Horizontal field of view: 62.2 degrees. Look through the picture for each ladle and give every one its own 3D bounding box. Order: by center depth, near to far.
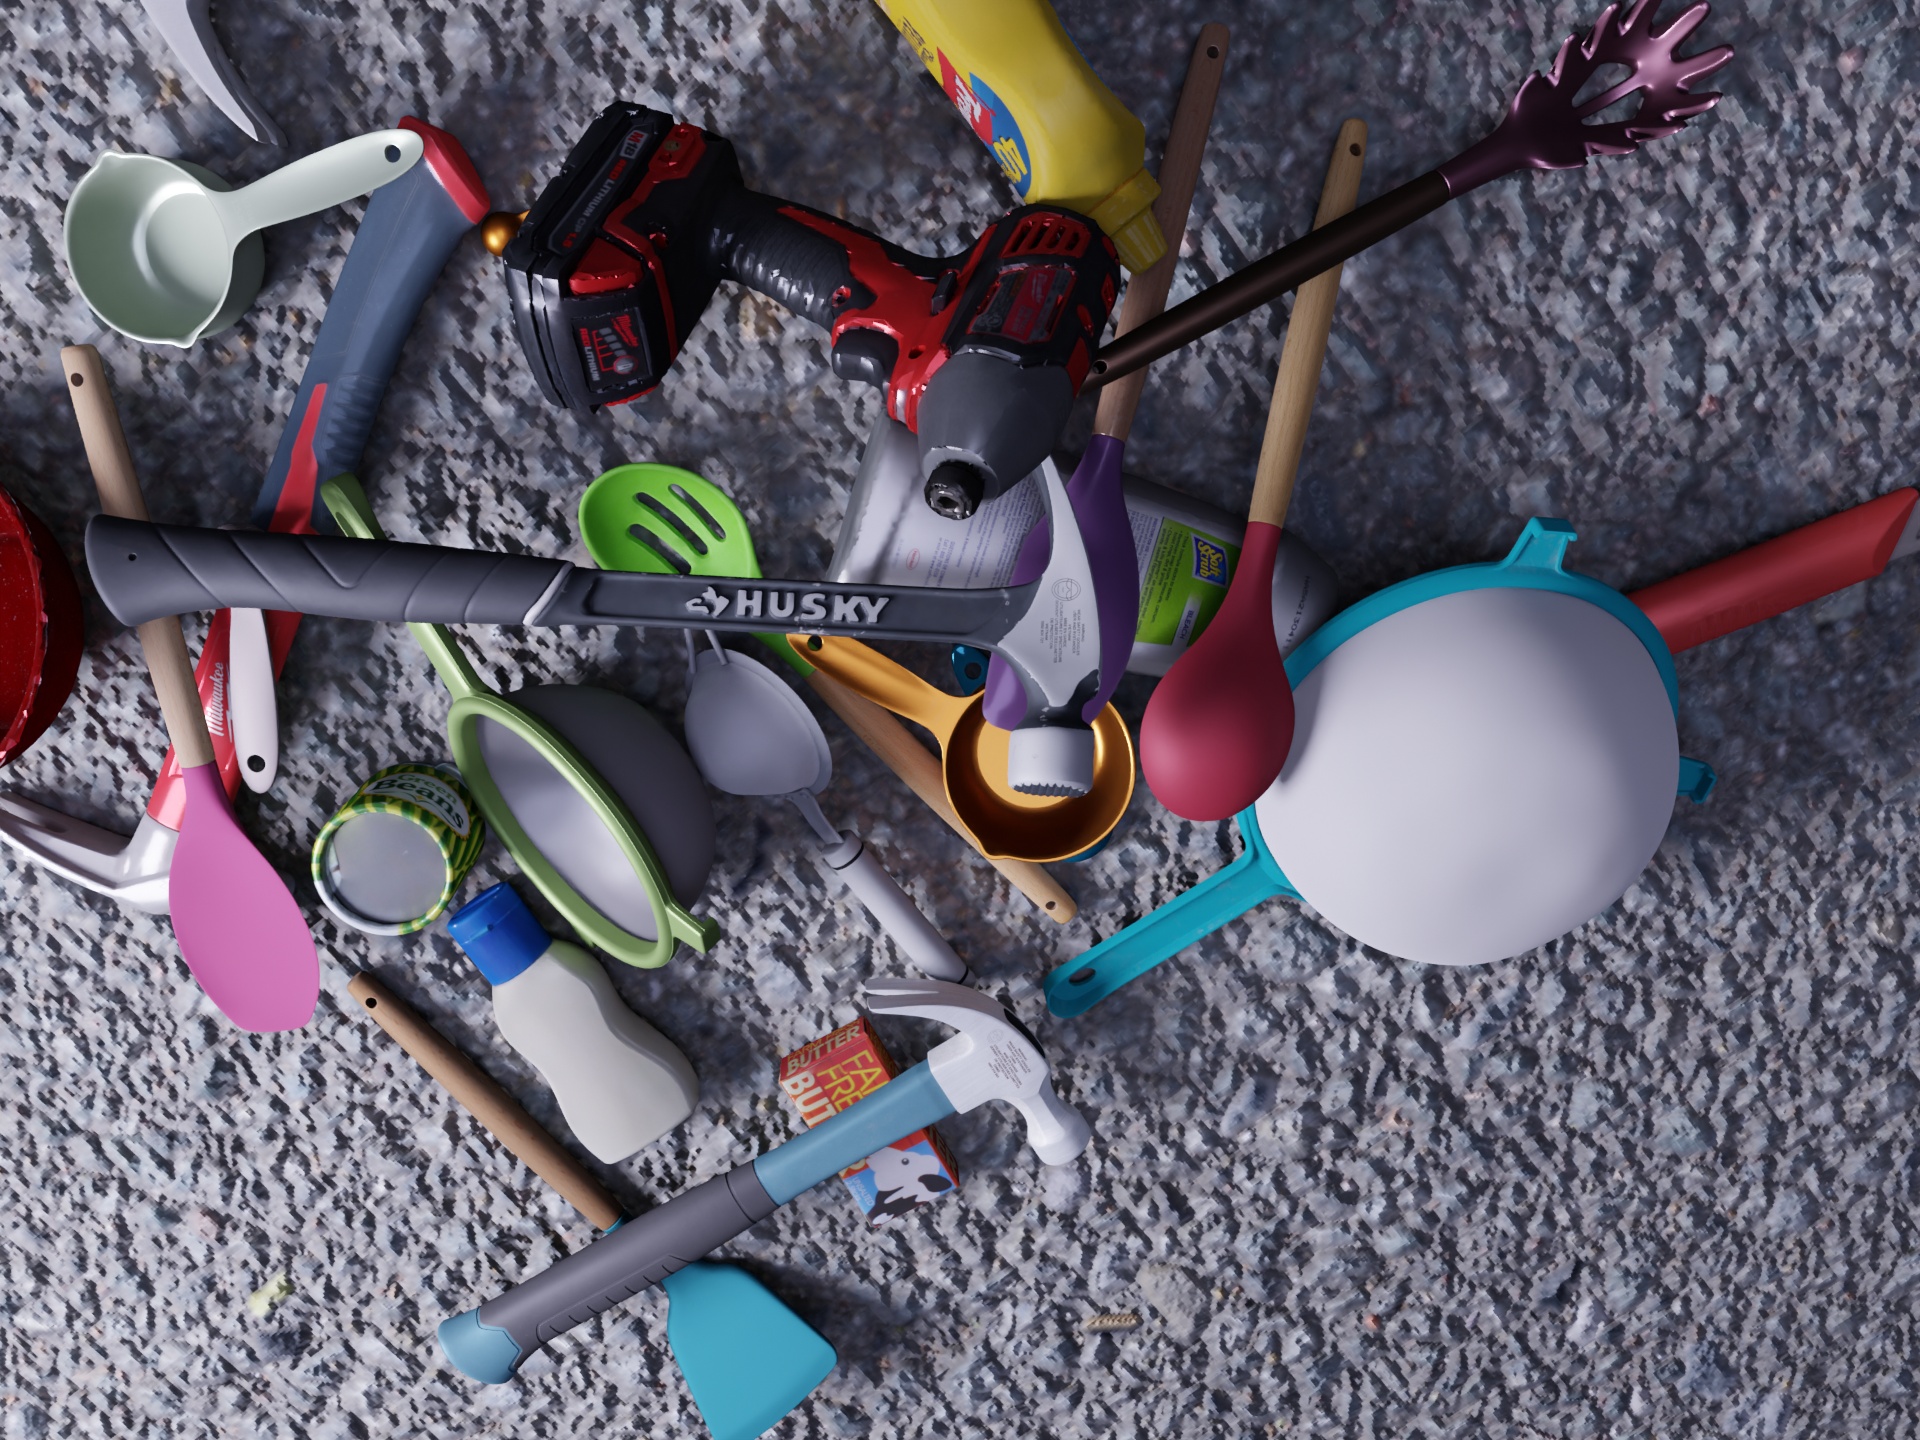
[{"bbox_3d":[0.139,-0.110,0.694,0.069,0.031,0.315,13,88,-13],"label":"ladle"}]

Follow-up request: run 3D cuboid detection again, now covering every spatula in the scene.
[{"bbox_3d":[0.072,-0.145,0.683,0.059,0.018,0.316,14,89,-9],"label":"spatula"},{"bbox_3d":[-0.196,0.244,0.817,0.082,0.044,0.317,-41,103,4],"label":"spatula"}]

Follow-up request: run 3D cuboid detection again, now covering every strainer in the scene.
[{"bbox_3d":[-0.187,-0.009,0.717,0.069,0.151,0.256,-38,105,-31],"label":"strainer"},{"bbox_3d":[0.185,0.074,0.736,0.340,0.095,0.210,-34,123,16],"label":"strainer"},{"bbox_3d":[-0.062,0.057,0.761,0.258,0.087,0.050,52,53,-23],"label":"strainer"}]

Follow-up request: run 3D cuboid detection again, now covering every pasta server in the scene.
[{"bbox_3d":[0.183,-0.216,0.672,0.316,0.040,0.060,-29,92,-7],"label":"pasta server"}]

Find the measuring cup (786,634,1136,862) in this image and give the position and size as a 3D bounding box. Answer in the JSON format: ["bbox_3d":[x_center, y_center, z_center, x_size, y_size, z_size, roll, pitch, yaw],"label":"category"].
[{"bbox_3d":[-0.001,-0.002,0.738,0.173,0.052,0.095,29,97,-2],"label":"measuring cup"}]

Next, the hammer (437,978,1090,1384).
[{"bbox_3d":[-0.107,0.238,0.791,0.331,0.033,0.128,-30,106,2],"label":"hammer"}]

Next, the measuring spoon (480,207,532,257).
[{"bbox_3d":[-0.155,-0.228,0.693,0.117,0.011,0.021,-19,107,3],"label":"measuring spoon"}]

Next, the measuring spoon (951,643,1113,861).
[{"bbox_3d":[0.033,0.018,0.771,0.042,0.021,0.128,-32,105,7],"label":"measuring spoon"}]

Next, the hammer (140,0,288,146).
[{"bbox_3d":[-0.142,-0.352,0.645,0.405,0.035,0.144,-15,107,2],"label":"hammer"}]

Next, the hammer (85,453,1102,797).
[{"bbox_3d":[-0.146,-0.056,0.644,0.409,0.036,0.149,4,80,-1],"label":"hammer"}]

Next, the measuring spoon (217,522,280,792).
[{"bbox_3d":[-0.316,-0.025,0.703,0.034,0.018,0.124,2,106,-1],"label":"measuring spoon"}]

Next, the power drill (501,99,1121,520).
[{"bbox_3d":[-0.057,-0.158,0.630,0.220,0.143,0.078,16,150,9],"label":"power drill"}]

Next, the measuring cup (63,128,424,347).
[{"bbox_3d":[-0.292,-0.212,0.666,0.167,0.038,0.083,-17,103,11],"label":"measuring cup"}]

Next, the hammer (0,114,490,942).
[{"bbox_3d":[-0.317,-0.088,0.715,0.143,0.038,0.386,24,104,-8],"label":"hammer"}]

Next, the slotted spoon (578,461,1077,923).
[{"bbox_3d":[-0.053,-0.007,0.758,0.070,0.031,0.313,-38,107,23],"label":"slotted spoon"}]

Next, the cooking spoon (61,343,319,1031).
[{"bbox_3d":[-0.346,-0.006,0.708,0.069,0.017,0.318,-6,106,11],"label":"cooking spoon"}]

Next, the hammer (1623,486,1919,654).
[{"bbox_3d":[0.403,-0.085,0.751,0.359,0.037,0.149,-21,106,3],"label":"hammer"}]
